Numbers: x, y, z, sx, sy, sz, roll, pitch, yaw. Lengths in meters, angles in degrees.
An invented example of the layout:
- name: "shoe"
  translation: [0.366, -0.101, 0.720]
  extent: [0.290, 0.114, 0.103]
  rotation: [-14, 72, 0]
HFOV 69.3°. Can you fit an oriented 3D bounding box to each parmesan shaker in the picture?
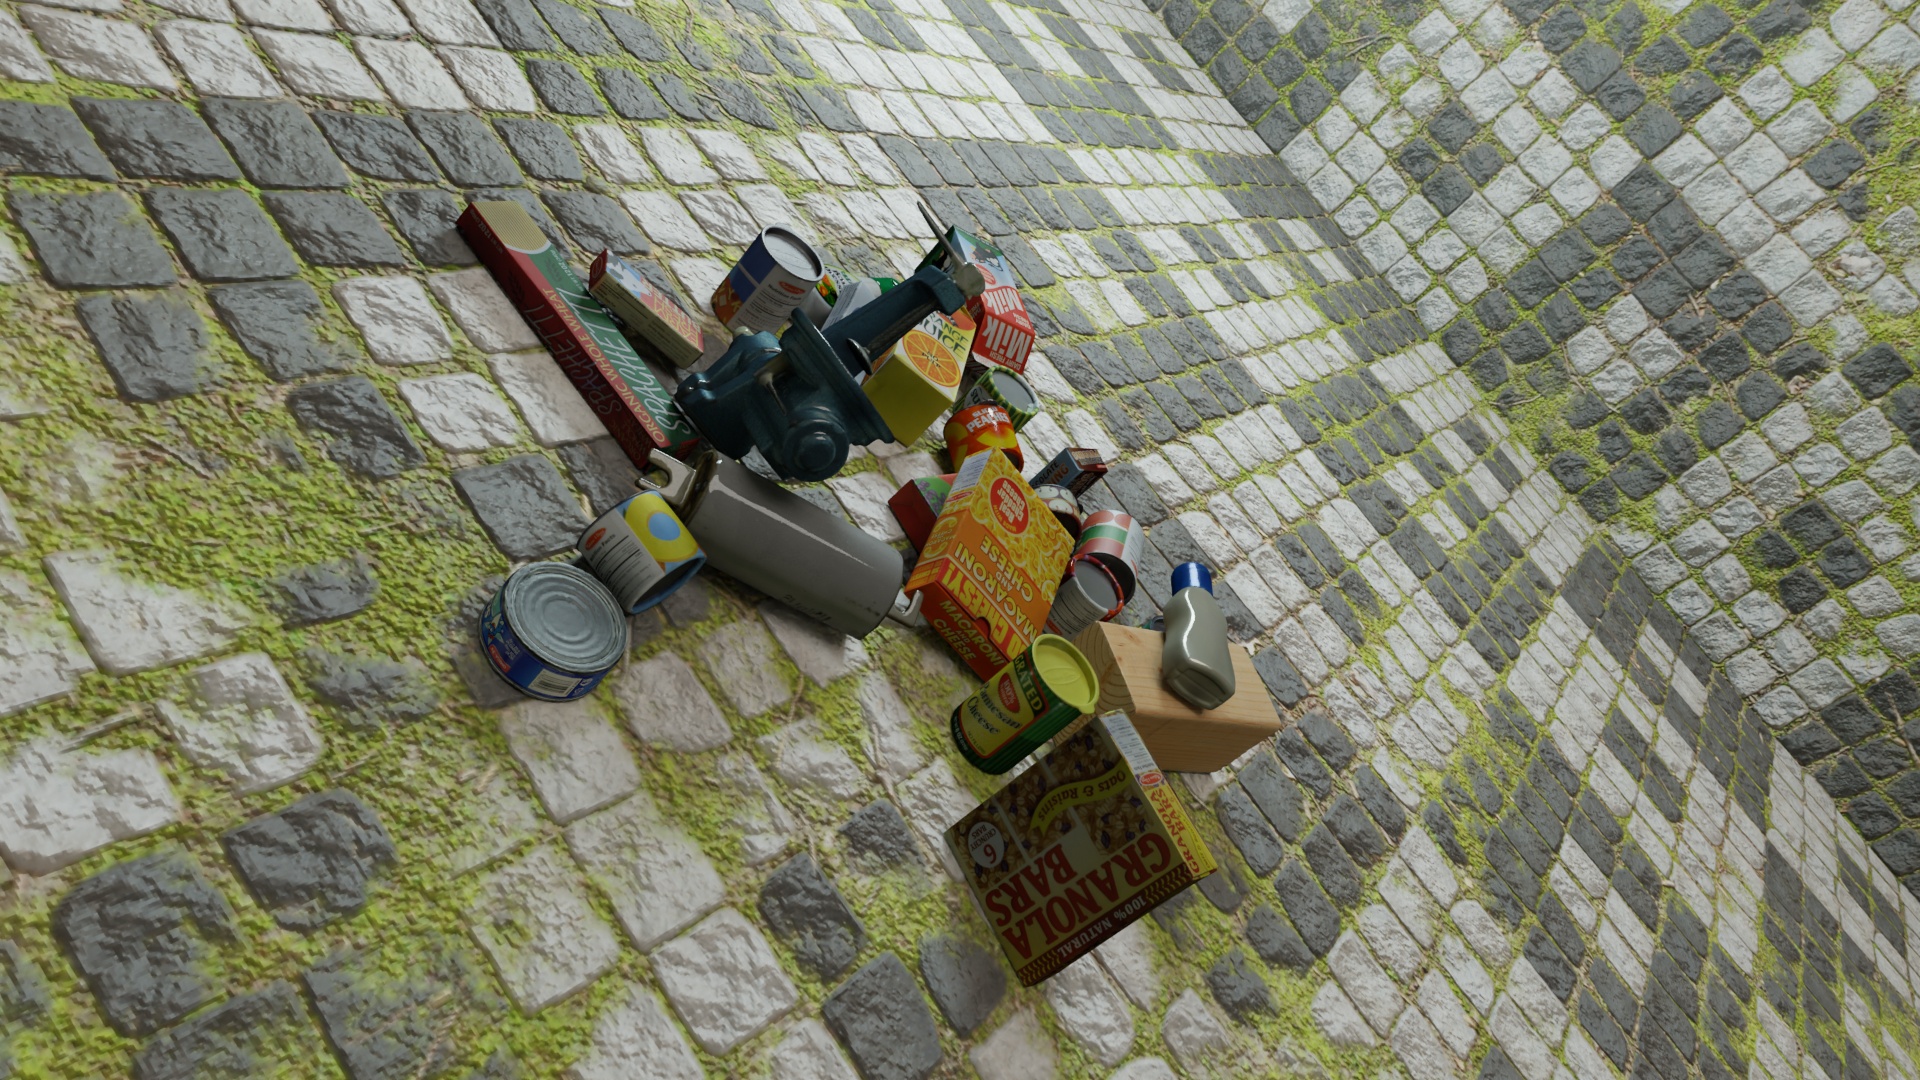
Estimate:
- name: "parmesan shaker"
  translation: [0.050, 0.130, 1.069]
  extent: [0.071, 0.102, 0.072]
  rotation: [30, 35, -24]

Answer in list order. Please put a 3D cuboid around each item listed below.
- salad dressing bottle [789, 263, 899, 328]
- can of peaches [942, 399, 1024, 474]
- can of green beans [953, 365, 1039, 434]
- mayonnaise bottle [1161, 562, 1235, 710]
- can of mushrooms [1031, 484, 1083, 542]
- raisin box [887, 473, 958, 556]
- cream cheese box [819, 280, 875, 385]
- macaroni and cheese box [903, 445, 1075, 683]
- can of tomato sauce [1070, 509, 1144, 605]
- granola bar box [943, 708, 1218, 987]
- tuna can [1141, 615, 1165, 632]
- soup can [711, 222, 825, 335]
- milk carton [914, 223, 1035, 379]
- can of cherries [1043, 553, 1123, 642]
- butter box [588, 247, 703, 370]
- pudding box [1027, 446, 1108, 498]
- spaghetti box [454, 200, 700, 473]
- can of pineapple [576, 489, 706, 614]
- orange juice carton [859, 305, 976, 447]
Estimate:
- name: "salad dressing bottle"
  translation: [-0.112, -0.237, 1.340]
  extent: [0.148, 0.044, 0.064]
  rotation: [-14, 74, -55]
- name: "can of peaches"
  translation: [0.023, -0.088, 1.309]
  extent: [0.071, 0.071, 0.058]
  rotation: [16, 44, -39]
- name: "can of green beans"
  translation: [0.036, -0.132, 1.386]
  extent: [0.071, 0.057, 0.071]
  rotation: [30, 35, -24]
- name: "mayonnaise bottle"
  translation: [0.202, 0.077, 1.195]
  extent: [0.064, 0.041, 0.149]
  rotation: [36, 31, -18]
- name: "can of mushrooms"
  translation: [0.083, -0.019, 1.304]
  extent: [0.071, 0.070, 0.034]
  rotation: [26, 38, -30]
- name: "raisin box"
  translation: [0.004, -0.016, 1.238]
  extent: [0.124, 0.040, 0.086]
  rotation: [-10, 62, -52]
- name: "cream cheese box"
  translation: [-0.101, -0.187, 1.279]
  extent: [0.053, 0.024, 0.104]
  rotation: [51, 42, -33]
- name: "macaroni and cheese box"
  translation: [0.028, 0.020, 1.165]
  extent: [0.123, 0.040, 0.167]
  rotation: [49, 42, -25]
- name: "can of tomato sauce"
  translation: [0.138, 0.018, 1.333]
  extent: [0.071, 0.071, 0.083]
  rotation: [40, 32, -11]
- name: "granola bar box"
  translation: [0.079, 0.212, 0.955]
  extent: [0.039, 0.165, 0.124]
  rotation: [-2, 56, -52]
- name: "tuna can"
  translation: [0.194, 0.108, 1.328]
  extent: [0.071, 0.032, 0.071]
  rotation: [30, 35, -24]
- name: "soup can"
  translation: [-0.170, -0.228, 1.225]
  extent: [0.071, 0.083, 0.072]
  rotation: [31, 35, -25]
- name: "milk carton"
  translation: [0.018, -0.239, 1.460]
  extent: [0.072, 0.073, 0.191]
  rotation: [20, 38, -37]
- name: "can of cherries"
  translation: [0.106, 0.053, 1.263]
  extent: [0.071, 0.058, 0.072]
  rotation: [30, 36, -25]
- name: "butter box"
  translation: [-0.251, -0.185, 1.113]
  extent: [0.103, 0.024, 0.053]
  rotation: [41, 16, -31]
- name: "pudding box"
  translation: [0.096, -0.055, 1.346]
  extent: [0.050, 0.083, 0.030]
  rotation: [0, 55, -50]
- name: "spaghetti box"
  translation: [-0.291, -0.159, 1.060]
  extent: [0.250, 0.028, 0.050]
  rotation: [51, 31, 8]
- name: "can of pineapple"
  translation: [-0.213, 0.007, 0.934]
  extent: [0.058, 0.070, 0.071]
  rotation: [51, 32, 6]
- name: "orange juice carton"
  translation: [-0.040, -0.181, 1.337]
  extent: [0.073, 0.071, 0.194]
  rotation: [37, 33, -17]
